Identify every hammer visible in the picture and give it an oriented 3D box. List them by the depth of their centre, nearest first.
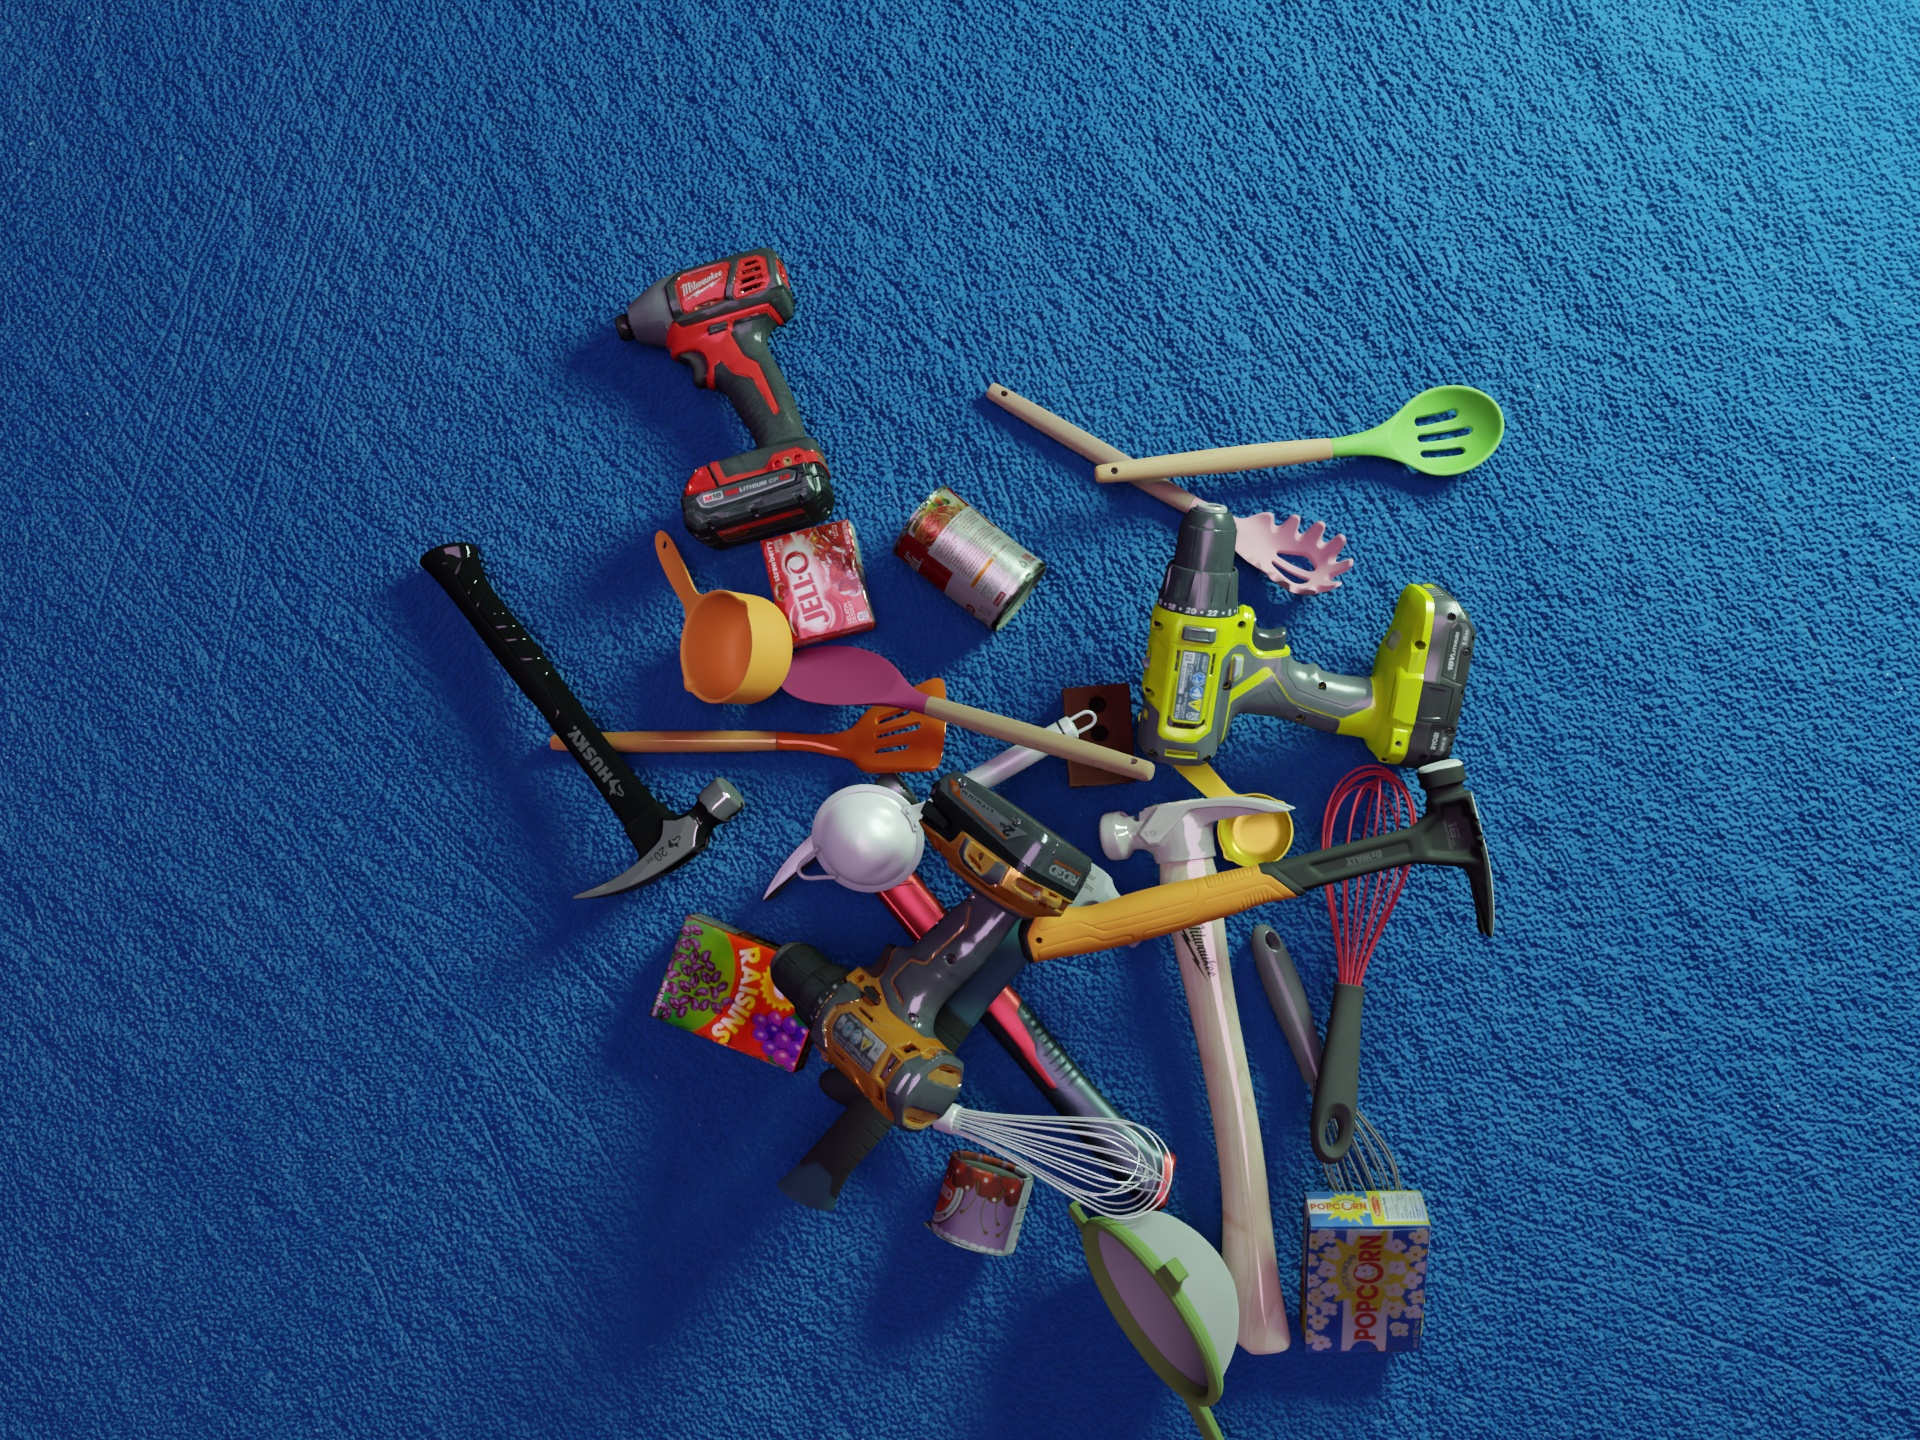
[{"bbox_3d":[0.208,0.127,1.138,0.337,0.034,0.127,-14,90,4],"label":"hammer"},{"bbox_3d":[-0.010,0.229,1.174,0.128,0.033,0.331,41,85,9],"label":"hammer"},{"bbox_3d":[0.207,0.262,1.187,0.146,0.038,0.411,-10,87,24],"label":"hammer"},{"bbox_3d":[0.016,0.229,1.221,0.143,0.038,0.386,-41,84,2],"label":"hammer"},{"bbox_3d":[-0.323,-0.010,1.254,0.146,0.035,0.335,-41,77,5],"label":"hammer"}]

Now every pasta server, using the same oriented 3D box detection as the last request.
[{"bbox_3d":[0.157,-0.185,1.241,0.316,0.040,0.060,31,72,8],"label":"pasta server"}]

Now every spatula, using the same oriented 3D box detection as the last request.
[{"bbox_3d":[-0.169,0.012,1.252,0.322,0.041,0.081,-1,62,7],"label":"spatula"}]

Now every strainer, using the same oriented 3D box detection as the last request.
[{"bbox_3d":[0.180,0.459,1.165,0.069,0.151,0.256,-30,103,-21],"label":"strainer"},{"bbox_3d":[-0.012,0.058,1.191,0.258,0.050,0.087,-30,101,3],"label":"strainer"}]

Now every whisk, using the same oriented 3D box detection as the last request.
[{"bbox_3d":[0.290,0.177,1.174,0.073,0.073,0.296,9,79,5],"label":"whisk"},{"bbox_3d":[0.020,0.306,1.184,0.285,0.070,0.070,11,87,22],"label":"whisk"},{"bbox_3d":[0.271,0.265,1.195,0.055,0.055,0.239,-21,80,3],"label":"whisk"}]

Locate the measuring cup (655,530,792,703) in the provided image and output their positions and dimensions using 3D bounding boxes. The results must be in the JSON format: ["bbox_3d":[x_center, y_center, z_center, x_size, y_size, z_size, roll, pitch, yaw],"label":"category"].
[{"bbox_3d":[-0.191,-0.087,1.258,0.095,0.052,0.174,-50,55,28],"label":"measuring cup"}]

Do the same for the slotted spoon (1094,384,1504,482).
[{"bbox_3d":[0.259,-0.209,1.224,0.313,0.031,0.070,-7,84,-1],"label":"slotted spoon"}]

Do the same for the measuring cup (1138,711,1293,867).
[{"bbox_3d":[0.195,0.050,1.230,0.062,0.029,0.157,-45,71,8],"label":"measuring cup"}]

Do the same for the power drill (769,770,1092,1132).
[{"bbox_3d":[-0.032,0.150,1.136,0.185,0.084,0.226,34,91,41],"label":"power drill"}]

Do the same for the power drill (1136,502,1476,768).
[{"bbox_3d":[0.251,-0.056,1.172,0.228,0.080,0.190,6,107,-1],"label":"power drill"}]

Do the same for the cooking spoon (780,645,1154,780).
[{"bbox_3d":[-0.002,-0.004,1.194,0.319,0.017,0.069,17,48,26],"label":"cooking spoon"}]

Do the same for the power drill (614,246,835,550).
[{"bbox_3d":[-0.186,-0.255,1.258,0.143,0.078,0.220,-15,82,4],"label":"power drill"}]
